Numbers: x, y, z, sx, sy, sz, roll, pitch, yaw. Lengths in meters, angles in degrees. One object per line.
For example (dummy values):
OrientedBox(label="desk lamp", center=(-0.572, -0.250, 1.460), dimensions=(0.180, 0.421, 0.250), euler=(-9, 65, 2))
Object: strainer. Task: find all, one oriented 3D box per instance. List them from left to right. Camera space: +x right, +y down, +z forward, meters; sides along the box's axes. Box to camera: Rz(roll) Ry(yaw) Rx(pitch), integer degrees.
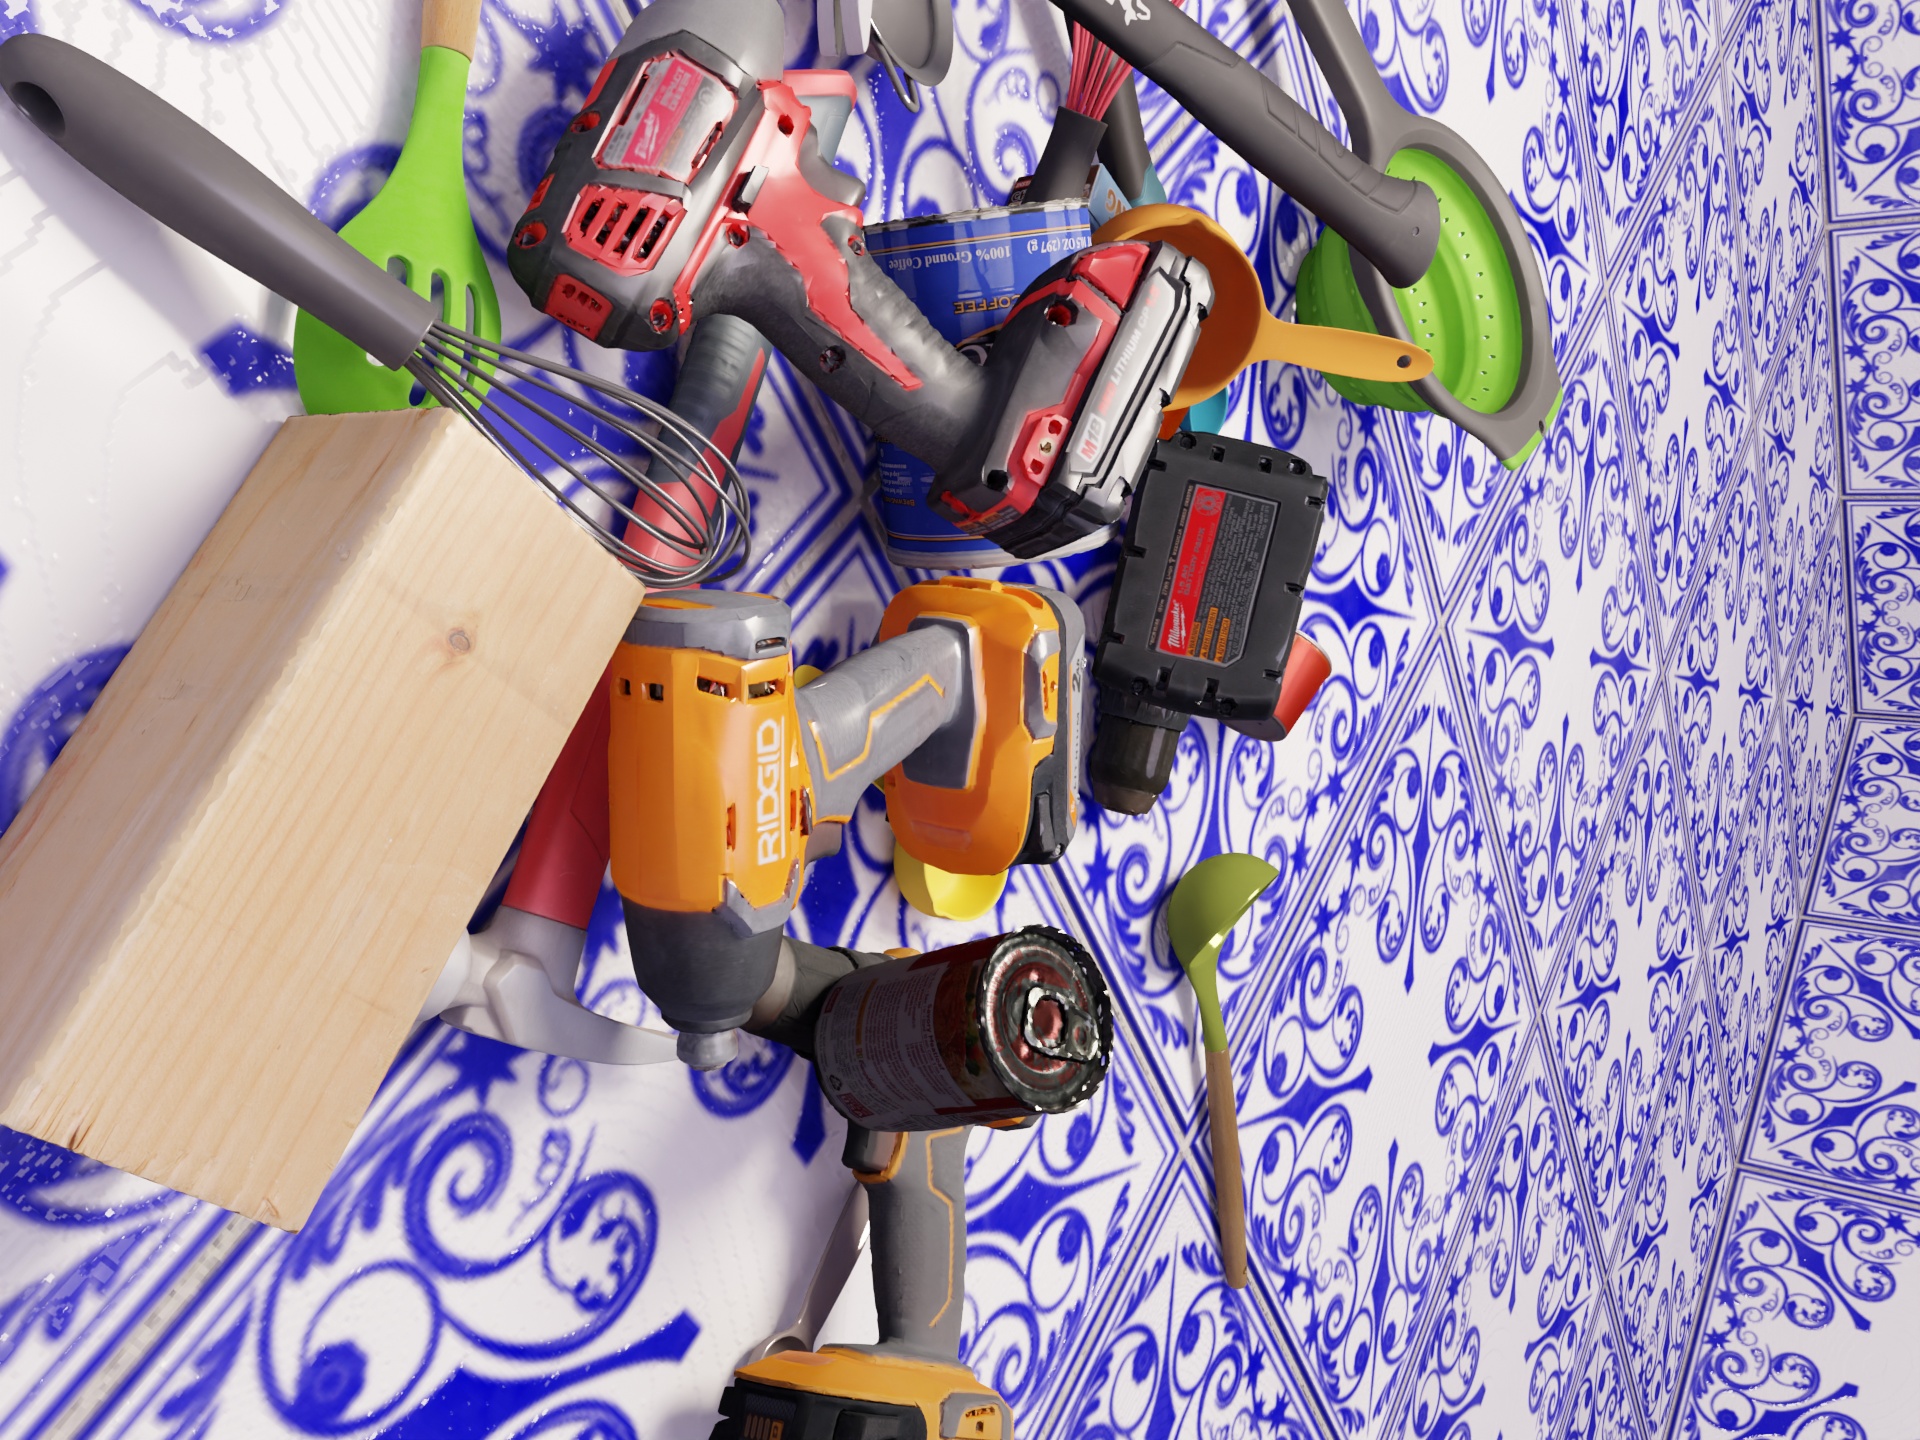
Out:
OrientedBox(label="strainer", center=(-0.024, -0.364, 0.656), dimensions=(0.086, 0.050, 0.258), euler=(25, 69, -58))

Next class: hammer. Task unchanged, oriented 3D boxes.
OrientedBox(label="hammer", center=(-0.098, -0.066, 0.599), dimensions=(0.143, 0.038, 0.386), euler=(32, 69, -51))
OrientedBox(label="hammer", center=(0.049, -0.378, 0.727), dimensions=(0.128, 0.033, 0.330), euler=(-67, 147, -41))
OrientedBox(label="hammer", center=(0.088, -0.266, 0.652), dimensions=(0.334, 0.035, 0.146), euler=(22, 95, -36))

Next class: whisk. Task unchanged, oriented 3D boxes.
OrientedBox(label="whisk", center=(-0.158, -0.112, 0.460), dimensions=(0.238, 0.055, 0.055), euler=(35, 66, -27))
OrientedBox(label="whisk", center=(0.061, -0.285, 0.698), dimensions=(0.073, 0.073, 0.295), euler=(-6, 123, -52))

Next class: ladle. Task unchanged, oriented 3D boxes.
OrientedBox(label="ladle", center=(0.170, 0.226, 0.978), dimensions=(0.078, 0.062, 0.320), euler=(-31, 121, -44))

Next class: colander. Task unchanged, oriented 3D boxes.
OrientedBox(label="colander", center=(0.236, -0.329, 0.979), dimensions=(0.204, 0.094, 0.396), euler=(-47, 112, -38))

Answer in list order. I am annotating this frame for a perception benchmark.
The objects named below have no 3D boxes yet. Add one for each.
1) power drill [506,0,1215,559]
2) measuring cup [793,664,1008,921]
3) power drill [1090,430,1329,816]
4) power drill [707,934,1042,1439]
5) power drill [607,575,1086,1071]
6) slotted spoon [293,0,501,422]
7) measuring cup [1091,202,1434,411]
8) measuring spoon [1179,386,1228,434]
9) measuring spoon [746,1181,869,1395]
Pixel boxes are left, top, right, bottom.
OrientedBox(label="power drill", center=(-0.030, -0.161, 0.557), dimensions=(0.219, 0.078, 0.143), euler=(27, 78, -18))
OrientedBox(label="measuring cup", center=(-0.033, 0.031, 0.716), dimensions=(0.156, 0.029, 0.062), euler=(50, 56, -29))
OrientedBox(label="power drill", center=(0.104, -0.040, 0.773), dimensions=(0.226, 0.080, 0.188), euler=(-23, 126, -88))
OrientedBox(label="power drill", center=(-0.041, 0.206, 0.665), dimensions=(0.185, 0.084, 0.226), euler=(29, 61, -43))
OrientedBox(label="power drill", center=(-0.041, 0.027, 0.601), dimensions=(0.226, 0.084, 0.164), euler=(-14, 108, -55))
OrientedBox(label="slotted spoon", center=(-0.161, -0.236, 0.502), dimensions=(0.070, 0.031, 0.314), euler=(8, 87, -52))
OrientedBox(label="measuring cup", center=(0.133, -0.187, 0.742), dimensions=(0.052, 0.173, 0.095), euler=(-97, -163, -58))
OrientedBox(label="measuring spoon", center=(0.121, -0.137, 0.902), dimensions=(0.042, 0.021, 0.128), euler=(12, 94, -54))
OrientedBox(label="measuring spoon", center=(-0.064, 0.249, 0.710), dimensions=(0.034, 0.018, 0.124), euler=(56, 45, -30))
